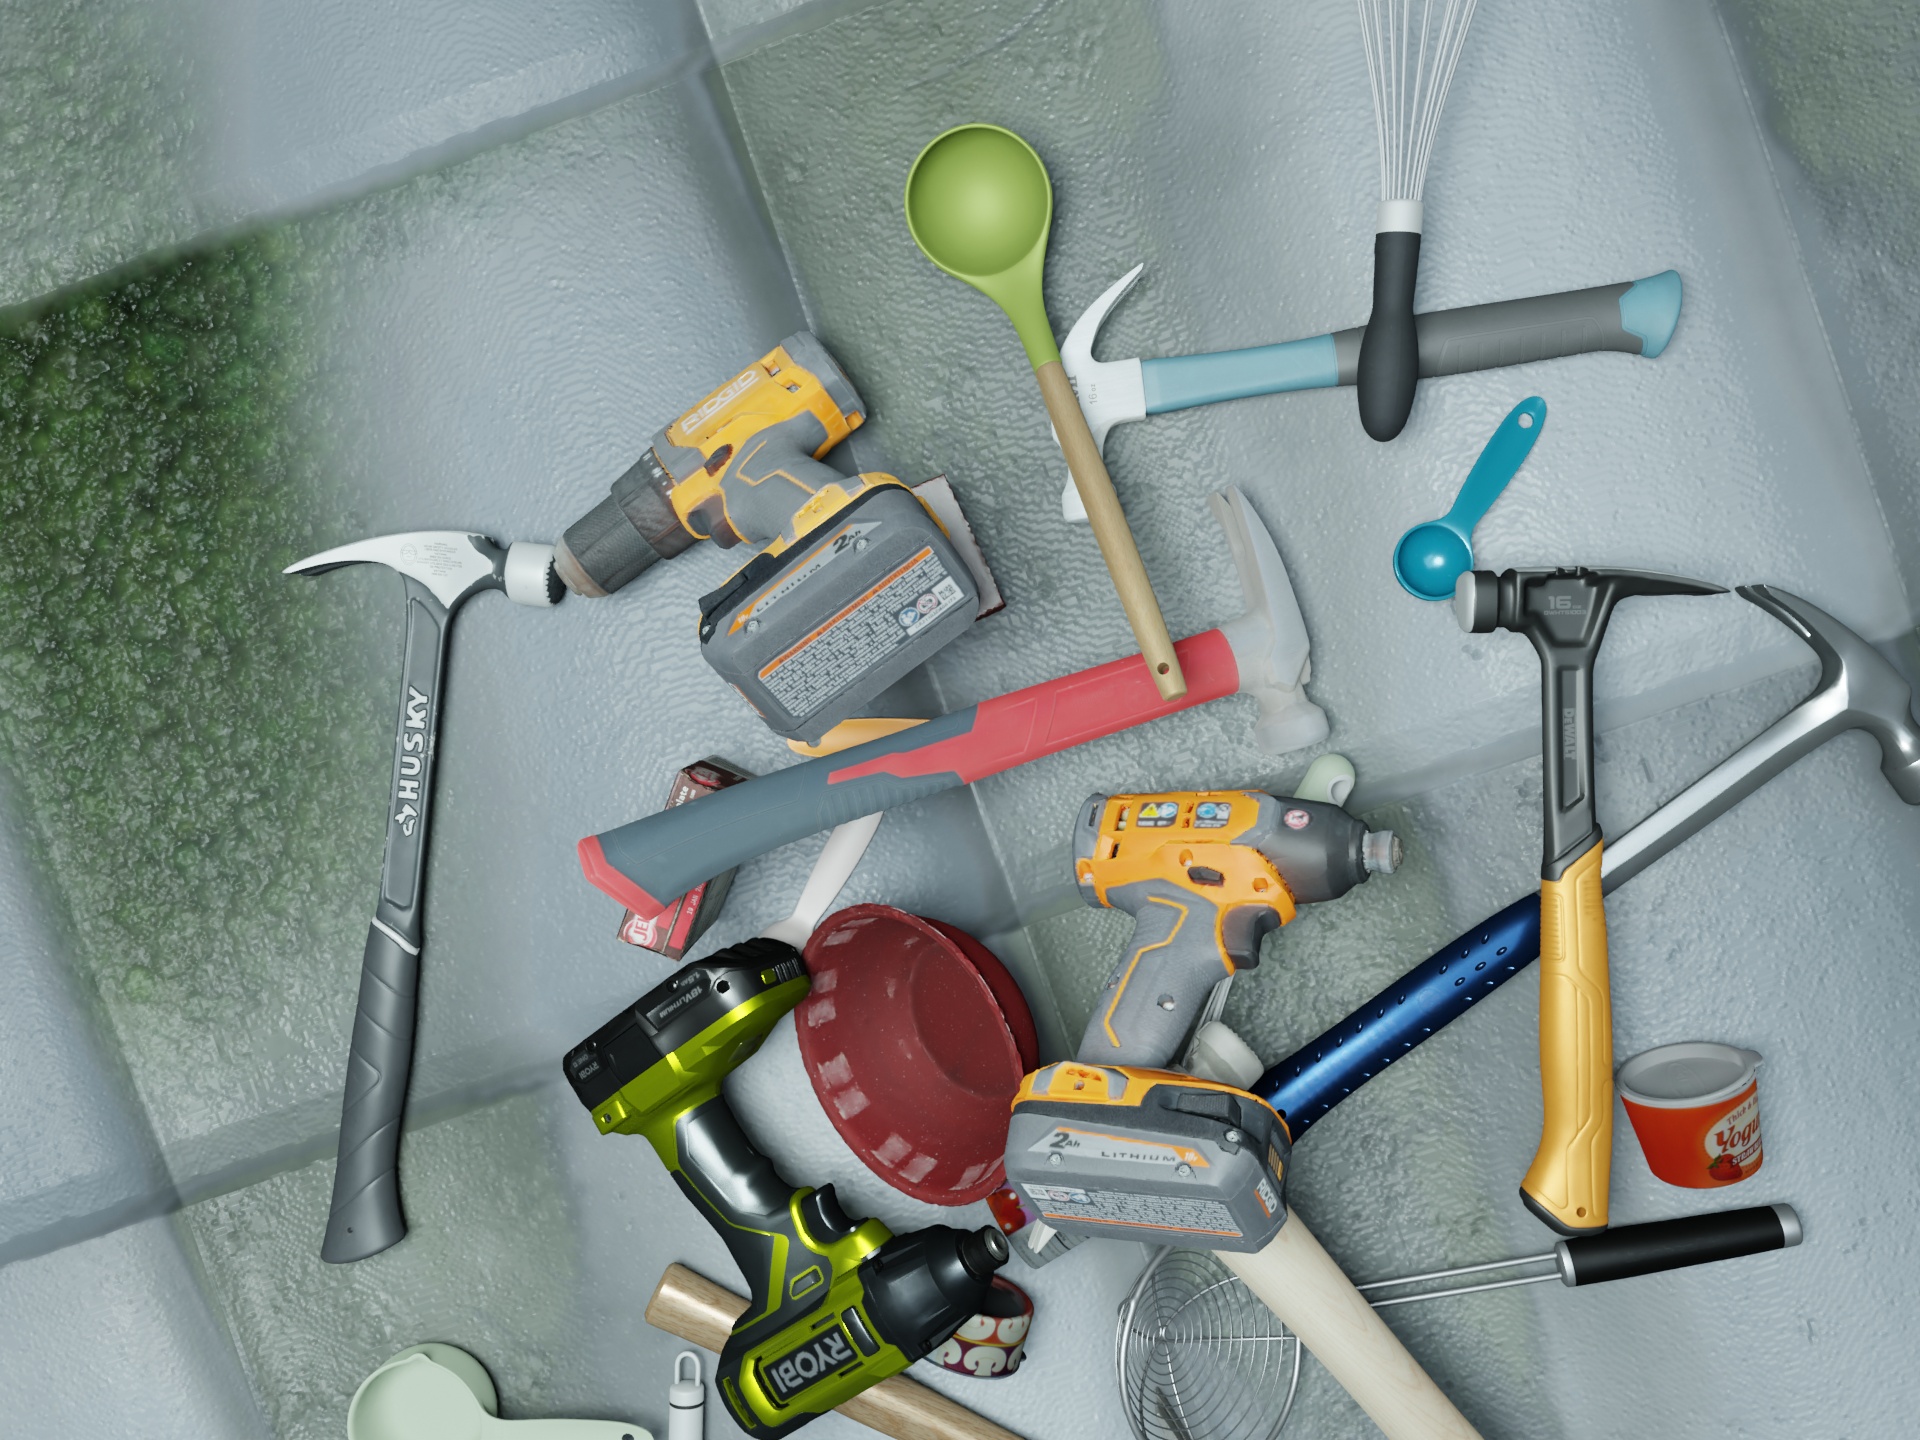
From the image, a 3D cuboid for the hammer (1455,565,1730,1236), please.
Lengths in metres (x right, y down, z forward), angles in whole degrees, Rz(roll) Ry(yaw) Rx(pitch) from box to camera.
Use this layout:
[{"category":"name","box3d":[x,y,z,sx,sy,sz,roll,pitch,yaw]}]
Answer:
[{"category":"hammer","box3d":[0.316,0.091,0.801,0.127,0.034,0.337,0,92,4]}]

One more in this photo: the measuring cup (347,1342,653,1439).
[{"category":"measuring cup","box3d":[-0.249,0.385,0.877,0.167,0.038,0.083,3,91,1]}]

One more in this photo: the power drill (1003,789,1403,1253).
[{"category":"power drill","box3d":[0.119,0.128,0.756,0.164,0.084,0.227,-3,48,27]}]

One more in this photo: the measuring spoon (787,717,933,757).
[{"category":"measuring spoon","box3d":[-0.037,0.008,0.870,0.117,0.011,0.021,-3,90,7]}]

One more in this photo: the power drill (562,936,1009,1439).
[{"category":"power drill","box3d":[-0.089,0.231,0.812,0.171,0.080,0.223,-37,79,20]}]

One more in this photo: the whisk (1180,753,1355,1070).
[{"category":"whisk","box3d":[0.141,0.125,0.846,0.057,0.059,0.246,31,89,-34]}]

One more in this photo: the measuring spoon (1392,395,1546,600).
[{"category":"measuring spoon","box3d":[0.272,-0.118,0.847,0.042,0.021,0.128,34,84,3]}]

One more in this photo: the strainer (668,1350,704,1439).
[{"category":"strainer","box3d":[-0.155,0.477,0.873,0.087,0.050,0.258,0,88,18]}]

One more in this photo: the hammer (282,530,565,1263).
[{"category":"hammer","box3d":[-0.314,0.097,0.875,0.149,0.036,0.409,7,92,4]}]

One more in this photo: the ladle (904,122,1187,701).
[{"category":"ladle","box3d":[0.049,-0.158,0.799,0.078,0.062,0.320,-24,73,17]}]

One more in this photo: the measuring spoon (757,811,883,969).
[{"category":"measuring spoon","box3d":[-0.075,0.089,0.868,0.034,0.018,0.124,30,92,3]}]

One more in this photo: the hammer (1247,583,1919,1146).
[{"category":"hammer","box3d":[0.315,0.090,0.836,0.405,0.035,0.144,-37,89,4]}]

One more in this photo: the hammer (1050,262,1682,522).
[{"category":"hammer","box3d":[0.210,-0.190,0.838,0.331,0.033,0.128,-8,92,3]}]

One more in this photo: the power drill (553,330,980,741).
[{"category":"power drill","box3d":[-0.107,-0.086,0.783,0.185,0.226,0.084,-36,132,3]}]

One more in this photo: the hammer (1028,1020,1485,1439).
[{"category":"hammer","box3d":[0.216,0.345,0.768,0.146,0.038,0.411,-42,83,-11]}]

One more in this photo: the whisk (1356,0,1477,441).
[{"category":"whisk","box3d":[0.220,-0.283,0.791,0.070,0.070,0.284,3,99,3]}]

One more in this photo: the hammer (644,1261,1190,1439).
[{"category":"hammer","box3d":[-0.016,0.379,0.865,0.331,0.031,0.130,25,93,3]}]

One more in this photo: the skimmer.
[{"category":"skimmer","box3d":[0.258,0.300,0.816,0.363,0.090,0.127,-11,88,4]}]

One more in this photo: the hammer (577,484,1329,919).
[{"category":"hammer","box3d":[-0.001,-0.003,0.784,0.386,0.038,0.143,-18,90,-18]}]
